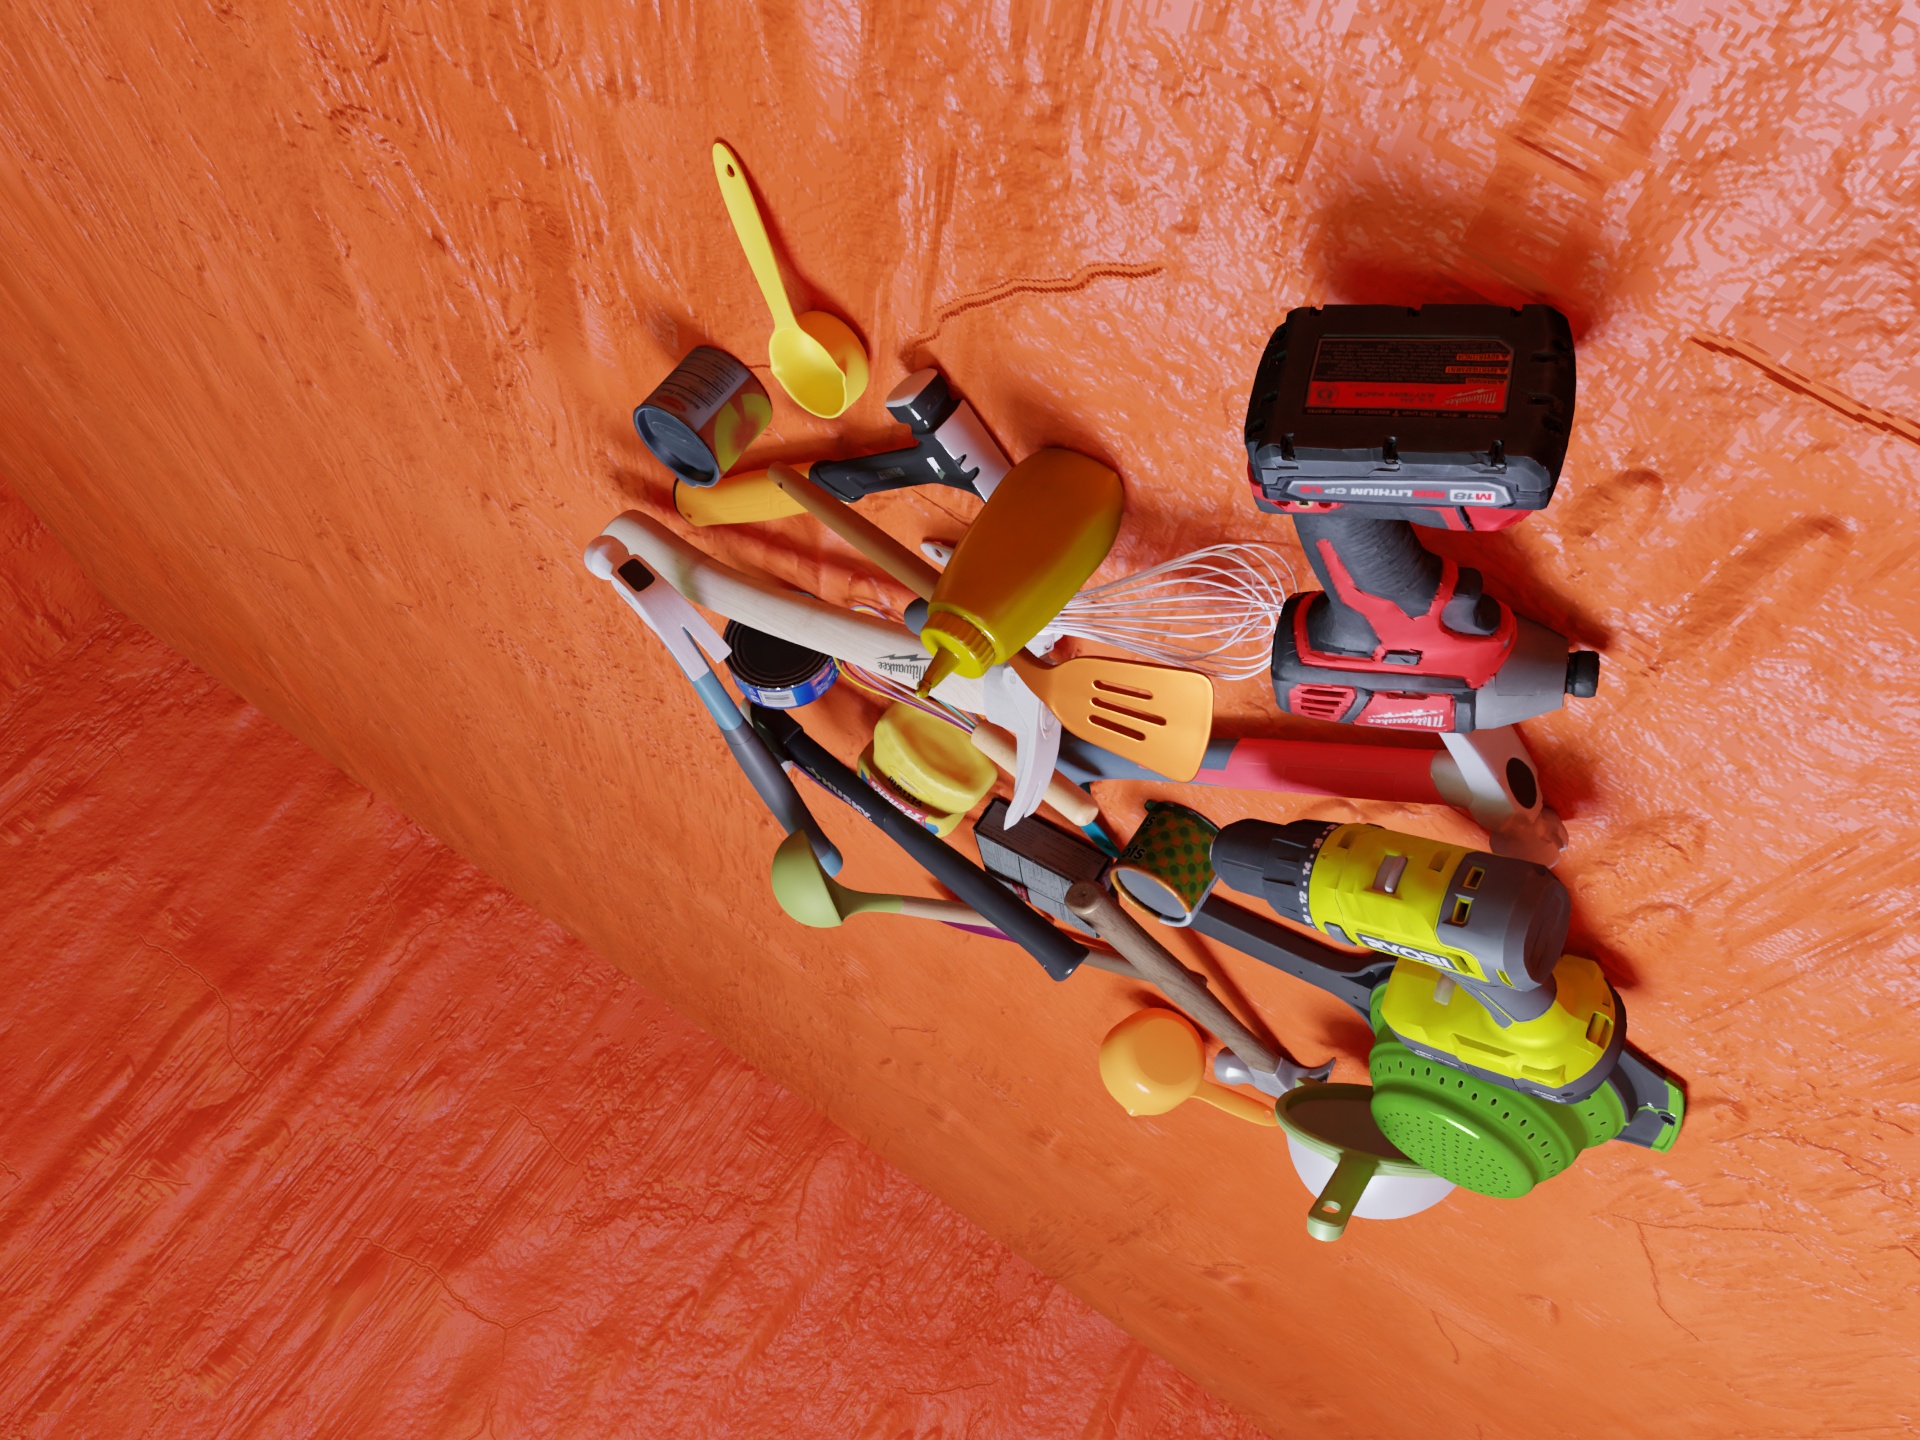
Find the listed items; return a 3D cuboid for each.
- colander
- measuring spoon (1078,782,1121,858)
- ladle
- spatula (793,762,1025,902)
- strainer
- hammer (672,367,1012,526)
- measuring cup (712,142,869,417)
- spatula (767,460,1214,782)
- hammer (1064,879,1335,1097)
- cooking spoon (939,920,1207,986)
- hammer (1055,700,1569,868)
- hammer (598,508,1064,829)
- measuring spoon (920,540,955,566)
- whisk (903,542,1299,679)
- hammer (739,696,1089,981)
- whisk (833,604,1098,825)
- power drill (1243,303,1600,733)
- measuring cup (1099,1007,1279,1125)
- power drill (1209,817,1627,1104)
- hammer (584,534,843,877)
[{"bbox_3d":[0.273,0.218,1.084,0.397,0.094,0.204,23,153,31],"label":"colander"},{"bbox_3d":[0.095,0.065,1.162,0.042,0.021,0.128,18,159,36],"label":"measuring spoon"},{"bbox_3d":[-0.025,0.144,1.286,0.320,0.062,0.078,15,-142,-44],"label":"ladle"},{"bbox_3d":[-0.053,0.092,1.361,0.316,0.018,0.059,28,176,43],"label":"spatula"},{"bbox_3d":[0.279,0.328,1.112,0.151,0.069,0.256,10,-170,24],"label":"strainer"},{"bbox_3d":[-0.084,-0.142,0.997,0.337,0.034,0.127,4,139,53],"label":"hammer"},{"bbox_3d":[-0.091,-0.237,0.851,0.062,0.029,0.156,14,136,43],"label":"measuring cup"},{"bbox_3d":[0.003,-0.069,0.883,0.323,0.041,0.081,38,145,30],"label":"spatula"},{"bbox_3d":[0.186,0.218,1.243,0.130,0.031,0.331,5,150,47],"label":"hammer"},{"bbox_3d":[0.084,0.200,1.404,0.319,0.017,0.068,8,171,44],"label":"cooking spoon"},{"bbox_3d":[0.157,0.015,0.941,0.386,0.038,0.143,3,138,54],"label":"hammer"},{"bbox_3d":[-0.104,-0.059,1.092,0.411,0.038,0.146,22,121,34],"label":"hammer"},{"bbox_3d":[0.020,-0.096,0.967,0.124,0.018,0.034,24,155,44],"label":"measuring spoon"},{"bbox_3d":[0.066,-0.057,0.878,0.285,0.070,0.070,2,139,46],"label":"whisk"},{"bbox_3d":[-0.040,0.082,1.196,0.335,0.035,0.146,37,157,19],"label":"hammer"},{"bbox_3d":[-0.003,-0.002,1.086,0.245,0.047,0.051,38,165,27],"label":"whisk"},{"bbox_3d":[0.196,-0.068,0.663,0.143,0.079,0.219,6,151,21],"label":"power drill"},{"bbox_3d":[0.209,0.312,1.389,0.173,0.095,0.052,23,150,-1],"label":"measuring cup"},{"bbox_3d":[0.259,0.125,0.885,0.191,0.080,0.228,12,159,43],"label":"power drill"},{"bbox_3d":[-0.166,0.007,1.182,0.128,0.033,0.330,36,161,44],"label":"hammer"}]
